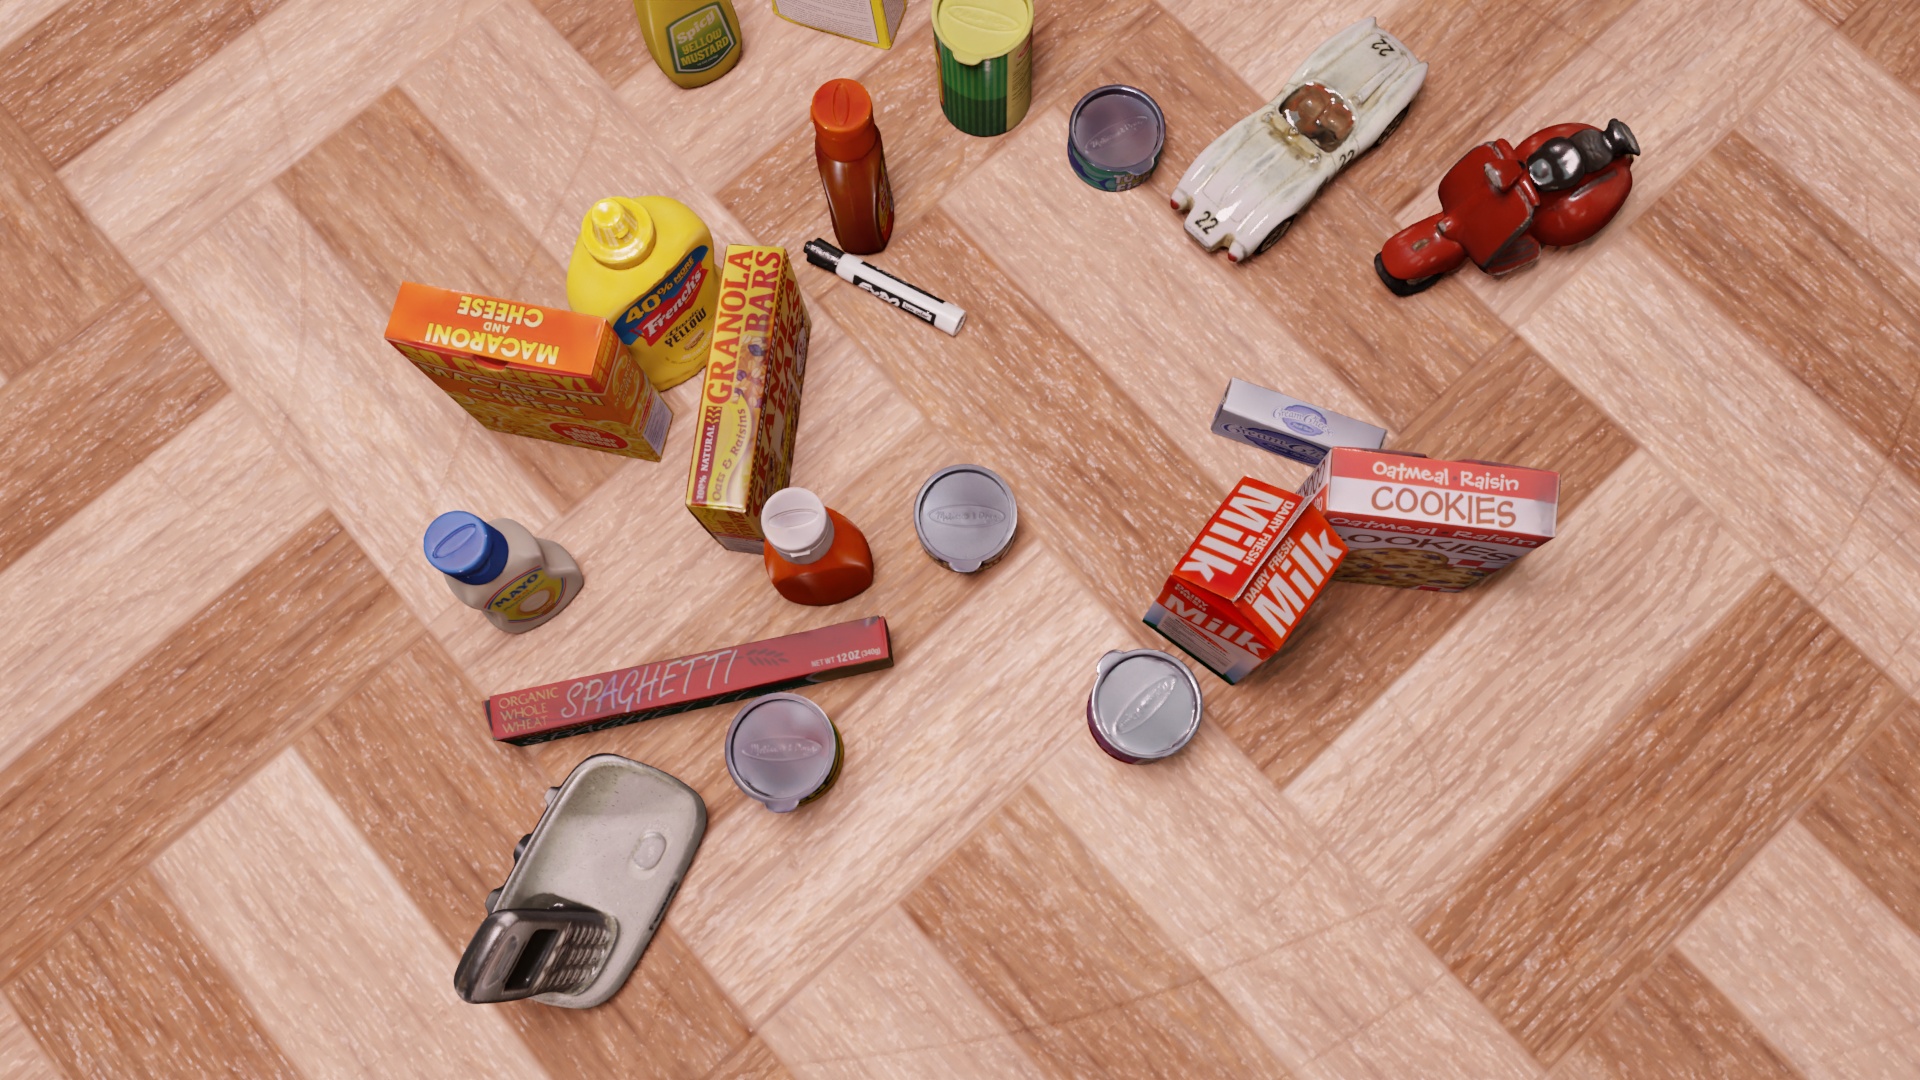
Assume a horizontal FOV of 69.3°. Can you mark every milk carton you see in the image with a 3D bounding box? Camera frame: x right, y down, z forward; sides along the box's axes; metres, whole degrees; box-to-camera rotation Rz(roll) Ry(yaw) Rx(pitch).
[{"bbox_3d":[0.164,0.024,0.802,0.073,0.190,0.072,36,80,9],"label":"milk carton"}]

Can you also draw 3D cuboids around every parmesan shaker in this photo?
[{"bbox_3d":[0.014,-0.323,0.935,0.071,0.103,0.071,0,77,1],"label":"parmesan shaker"}]

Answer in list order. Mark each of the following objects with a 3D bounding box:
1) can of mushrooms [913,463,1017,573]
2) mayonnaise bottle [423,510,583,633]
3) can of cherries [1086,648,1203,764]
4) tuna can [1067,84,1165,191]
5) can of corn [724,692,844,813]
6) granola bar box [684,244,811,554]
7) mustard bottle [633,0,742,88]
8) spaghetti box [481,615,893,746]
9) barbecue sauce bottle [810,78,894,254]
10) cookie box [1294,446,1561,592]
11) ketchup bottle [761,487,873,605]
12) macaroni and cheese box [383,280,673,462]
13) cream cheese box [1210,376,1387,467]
[{"bbox_3d":[0.003,-0.011,0.895,0.071,0.033,0.071,0,76,1],"label":"can of mushrooms"},{"bbox_3d":[-0.277,0.017,0.836,0.065,0.147,0.041,-39,79,-7],"label":"mayonnaise bottle"},{"bbox_3d":[0.110,0.101,0.853,0.071,0.058,0.071,0,77,1],"label":"can of cherries"},{"bbox_3d":[0.108,-0.275,0.957,0.071,0.032,0.071,0,76,1],"label":"tuna can"},{"bbox_3d":[-0.106,0.132,0.850,0.071,0.058,0.071,0,77,1],"label":"can of corn"},{"bbox_3d":[-0.130,-0.084,0.869,0.039,0.124,0.166,6,77,3],"label":"granola bar box"},{"bbox_3d":[-0.188,-0.363,0.920,0.065,0.160,0.049,-30,78,-5],"label":"mustard bottle"},{"bbox_3d":[-0.166,0.088,0.867,0.250,0.050,0.029,-12,77,-2],"label":"spaghetti box"},{"bbox_3d":[-0.069,-0.242,0.894,0.044,0.148,0.065,-1,77,1],"label":"barbecue sauce bottle"},{"bbox_3d":[0.260,-0.009,0.820,0.123,0.167,0.040,6,77,3],"label":"cookie box"},{"bbox_3d":[-0.089,0.005,0.834,0.065,0.148,0.043,-10,77,-1],"label":"ketchup bottle"},{"bbox_3d":[-0.258,-0.099,0.854,0.124,0.166,0.040,11,78,4],"label":"macaroni and cheese box"},{"bbox_3d":[0.216,-0.071,0.894,0.104,0.053,0.024,20,78,6],"label":"cream cheese box"}]
